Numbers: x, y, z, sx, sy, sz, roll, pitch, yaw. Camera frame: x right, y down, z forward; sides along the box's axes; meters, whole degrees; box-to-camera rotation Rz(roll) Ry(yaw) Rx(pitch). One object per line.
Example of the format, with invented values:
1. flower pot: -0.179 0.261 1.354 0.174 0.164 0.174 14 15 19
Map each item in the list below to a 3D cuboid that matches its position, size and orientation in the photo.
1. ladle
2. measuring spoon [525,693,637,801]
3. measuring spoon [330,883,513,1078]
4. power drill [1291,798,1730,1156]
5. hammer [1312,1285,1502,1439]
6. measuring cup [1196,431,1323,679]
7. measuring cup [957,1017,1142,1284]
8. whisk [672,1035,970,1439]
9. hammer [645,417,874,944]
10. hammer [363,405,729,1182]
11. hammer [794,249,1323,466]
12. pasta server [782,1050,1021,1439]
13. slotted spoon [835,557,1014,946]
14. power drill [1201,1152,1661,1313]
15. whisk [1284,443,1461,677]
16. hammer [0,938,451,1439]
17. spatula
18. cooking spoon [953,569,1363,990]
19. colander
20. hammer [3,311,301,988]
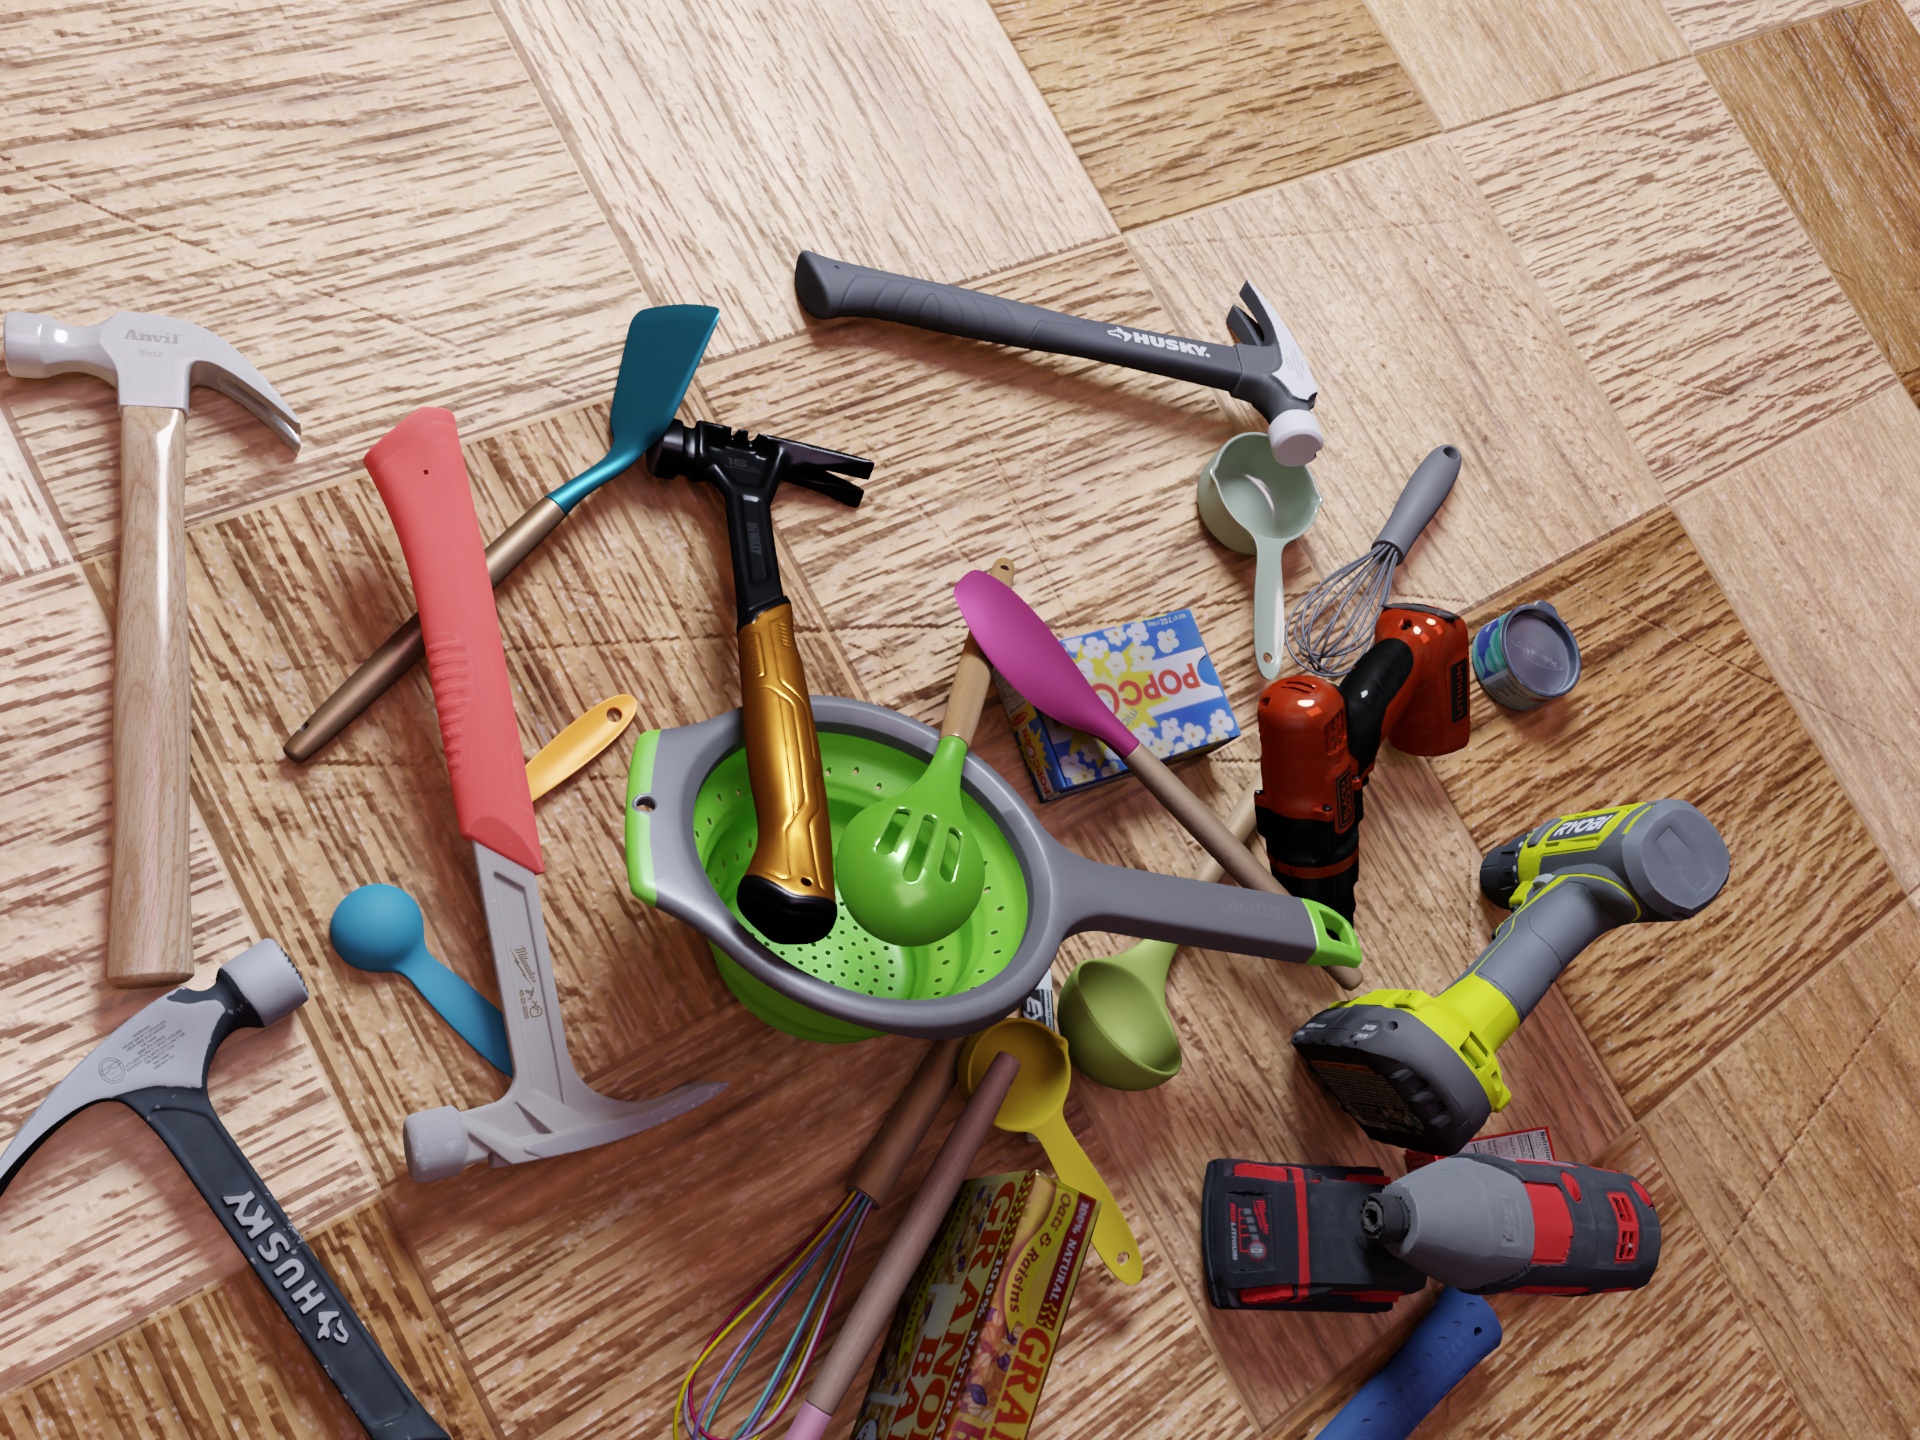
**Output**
1. ladle: 0.153 0.081 0.918 0.078 0.062 0.320 42 59 -4
2. measuring spoon: -0.209 0.024 0.812 0.021 0.011 0.117 46 58 -2
3. measuring spoon: -0.243 0.126 0.752 0.128 0.021 0.042 44 61 -3
4. power drill: 0.302 0.136 0.906 0.228 0.190 0.080 -40 90 -15
5. hammer: 0.141 0.431 0.800 0.405 0.035 0.144 -31 85 -29
6. measuring cup: 0.186 -0.100 1.006 0.083 0.038 0.168 10 70 -20
7. measuring cup: 0.049 0.224 0.823 0.062 0.029 0.156 -31 97 -21
8. whisk: -0.061 0.249 0.776 0.047 0.051 0.245 36 59 -1
9. hammer: -0.088 -0.032 0.792 0.127 0.034 0.337 8 44 -21
10. hammer: -0.216 0.026 0.762 0.149 0.037 0.359 -9 84 -29
11. hammer: 0.062 -0.245 0.993 0.334 0.035 0.146 8 50 -15
12. pasta server: -0.045 0.299 0.741 0.040 0.060 0.316 24 69 18
13. slotted spoon: -0.001 -0.003 0.825 0.070 0.031 0.314 21 37 -4
14. power drill: 0.215 0.253 0.788 0.143 0.219 0.079 9 69 -20
15. whisk: 0.278 -0.112 1.047 0.055 0.055 0.239 42 57 -4
16. hammer: -0.249 0.300 0.682 0.149 0.036 0.409 -34 88 -28
17. spatula: -0.235 -0.102 0.822 0.317 0.082 0.044 -51 131 -24
18. cooking spoon: 0.113 0.035 0.883 0.319 0.017 0.069 46 35 -5
19. colander: 0.017 0.106 0.810 0.397 0.094 0.205 12 41 -19
20. hammer: -0.378 -0.041 0.749 0.130 0.031 0.331 -2 73 -23
